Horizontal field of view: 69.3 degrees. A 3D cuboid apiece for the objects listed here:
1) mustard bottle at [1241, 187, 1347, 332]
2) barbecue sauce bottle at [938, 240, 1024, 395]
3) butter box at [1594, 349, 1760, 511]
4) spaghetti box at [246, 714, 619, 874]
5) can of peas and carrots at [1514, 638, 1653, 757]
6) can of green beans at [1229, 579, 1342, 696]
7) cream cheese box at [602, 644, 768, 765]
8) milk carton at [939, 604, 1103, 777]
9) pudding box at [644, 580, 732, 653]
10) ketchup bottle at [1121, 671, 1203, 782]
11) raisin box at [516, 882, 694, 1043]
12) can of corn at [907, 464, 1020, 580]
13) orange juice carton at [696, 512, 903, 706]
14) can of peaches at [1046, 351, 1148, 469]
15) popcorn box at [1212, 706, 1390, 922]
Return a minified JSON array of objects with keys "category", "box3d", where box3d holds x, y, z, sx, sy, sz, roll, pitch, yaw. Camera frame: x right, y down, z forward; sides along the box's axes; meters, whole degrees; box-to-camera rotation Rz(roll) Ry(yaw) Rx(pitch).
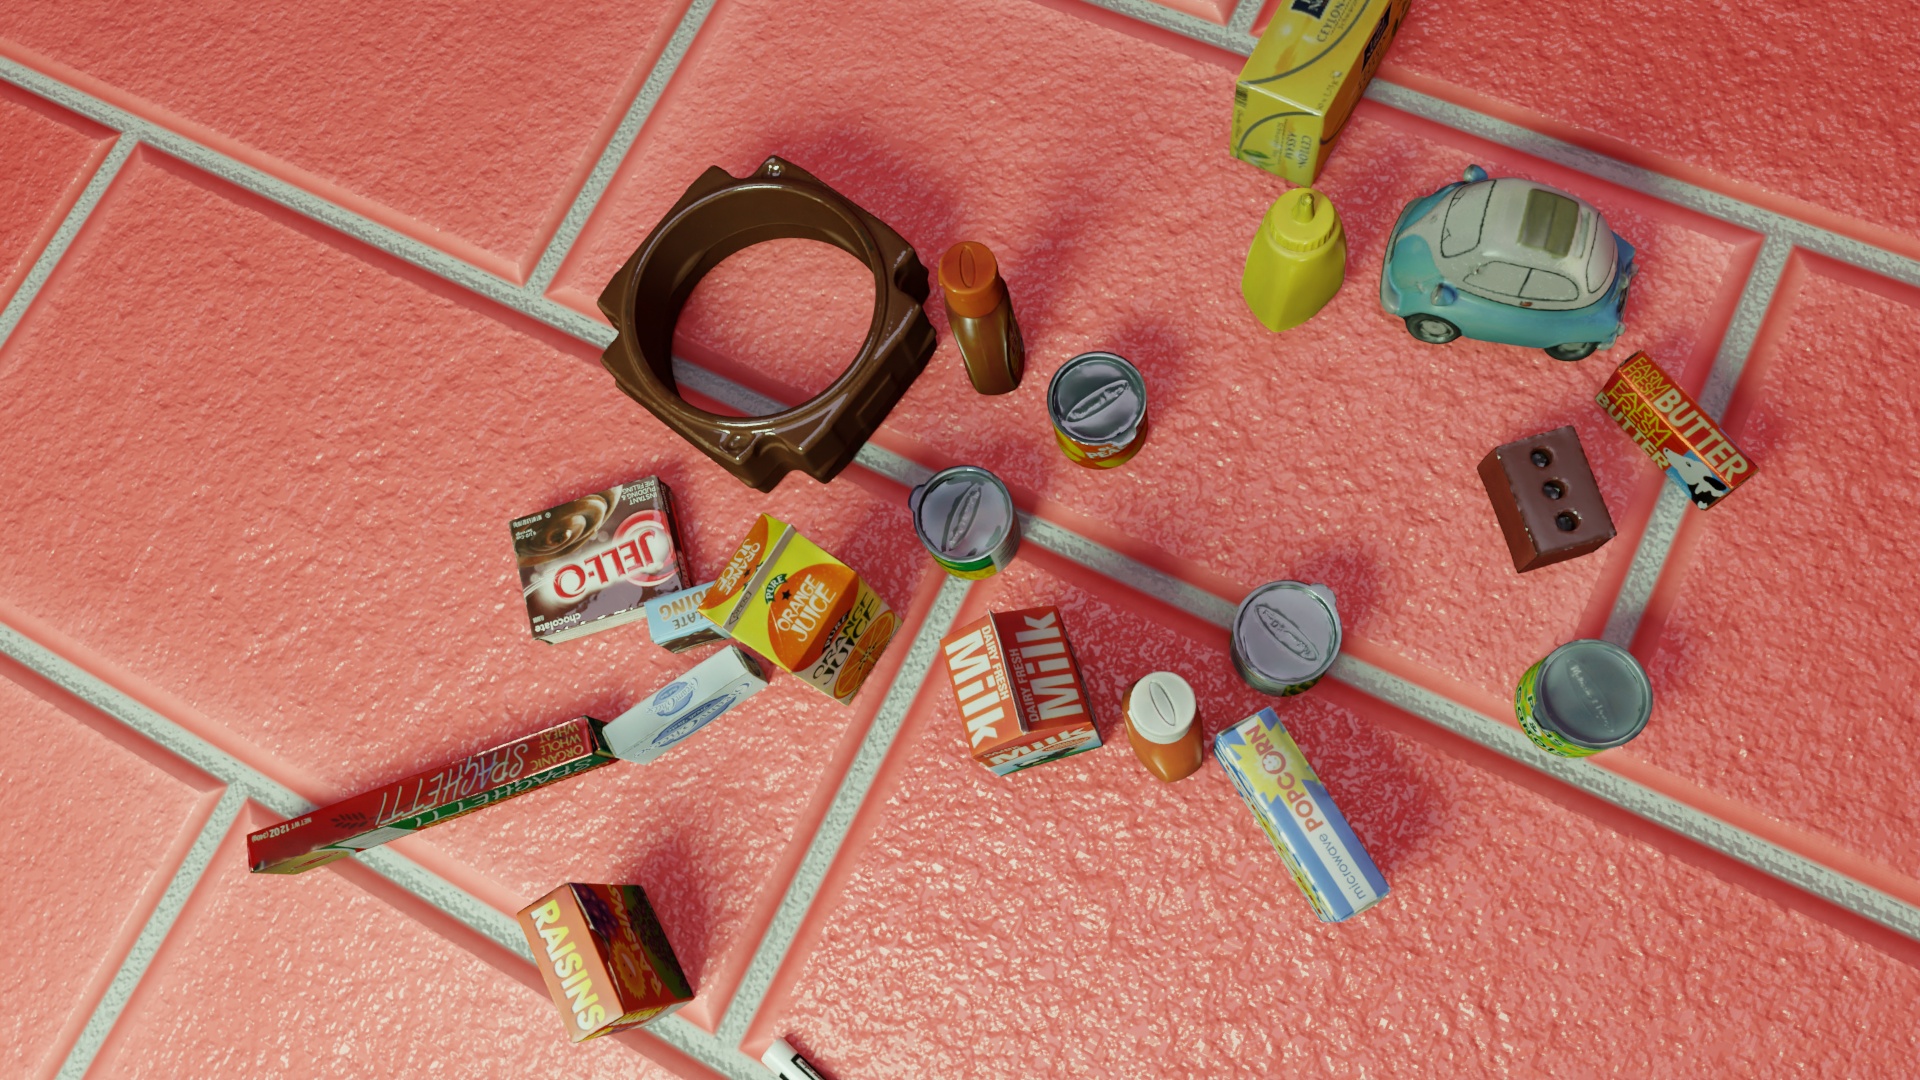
[{"category":"mustard bottle","box3d":[0.218,-0.188,0.896,0.065,0.160,0.049,-33,73,-1]},{"category":"barbecue sauce bottle","box3d":[0.014,-0.149,0.921,0.044,0.148,0.065,-6,75,7]},{"category":"butter box","box3d":[0.454,-0.070,0.885,0.024,0.053,0.103,-36,73,-2]},{"category":"spaghetti box","box3d":[-0.353,0.173,0.938,0.250,0.050,0.029,-20,73,3]},{"category":"can of peas and carrots","box3d":[0.376,0.099,0.848,0.071,0.058,0.071,-2,75,8]},{"category":"can of green beans","box3d":[0.206,0.063,0.883,0.071,0.057,0.071,-2,75,8]},{"category":"cream cheese box","box3d":[-0.182,0.110,0.929,0.104,0.053,0.024,-33,73,-1]},{"category":"milk carton","box3d":[0.038,0.091,0.830,0.073,0.190,0.072,-17,74,4]},{"category":"pudding box","box3d":[-0.167,0.049,0.945,0.084,0.049,0.030,-17,74,3]},{"category":"ketchup bottle","box3d":[0.121,0.109,0.835,0.043,0.148,0.065,-26,73,1]},{"category":"raisin box","box3d":[-0.216,0.258,0.857,0.040,0.123,0.086,-30,73,0]},{"category":"can of corn","box3d":[0.003,-0.012,0.933,0.071,0.058,0.071,-2,75,8]},{"category":"orange juice carton","box3d":[-0.100,0.043,0.863,0.073,0.192,0.072,31,82,15]},{"category":"can of peaches","box3d":[0.095,-0.085,0.939,0.071,0.058,0.071,-2,75,8]},{"category":"popcorn box","box3d":[0.203,0.167,0.840,0.038,0.085,0.127,-31,73,0]}]
